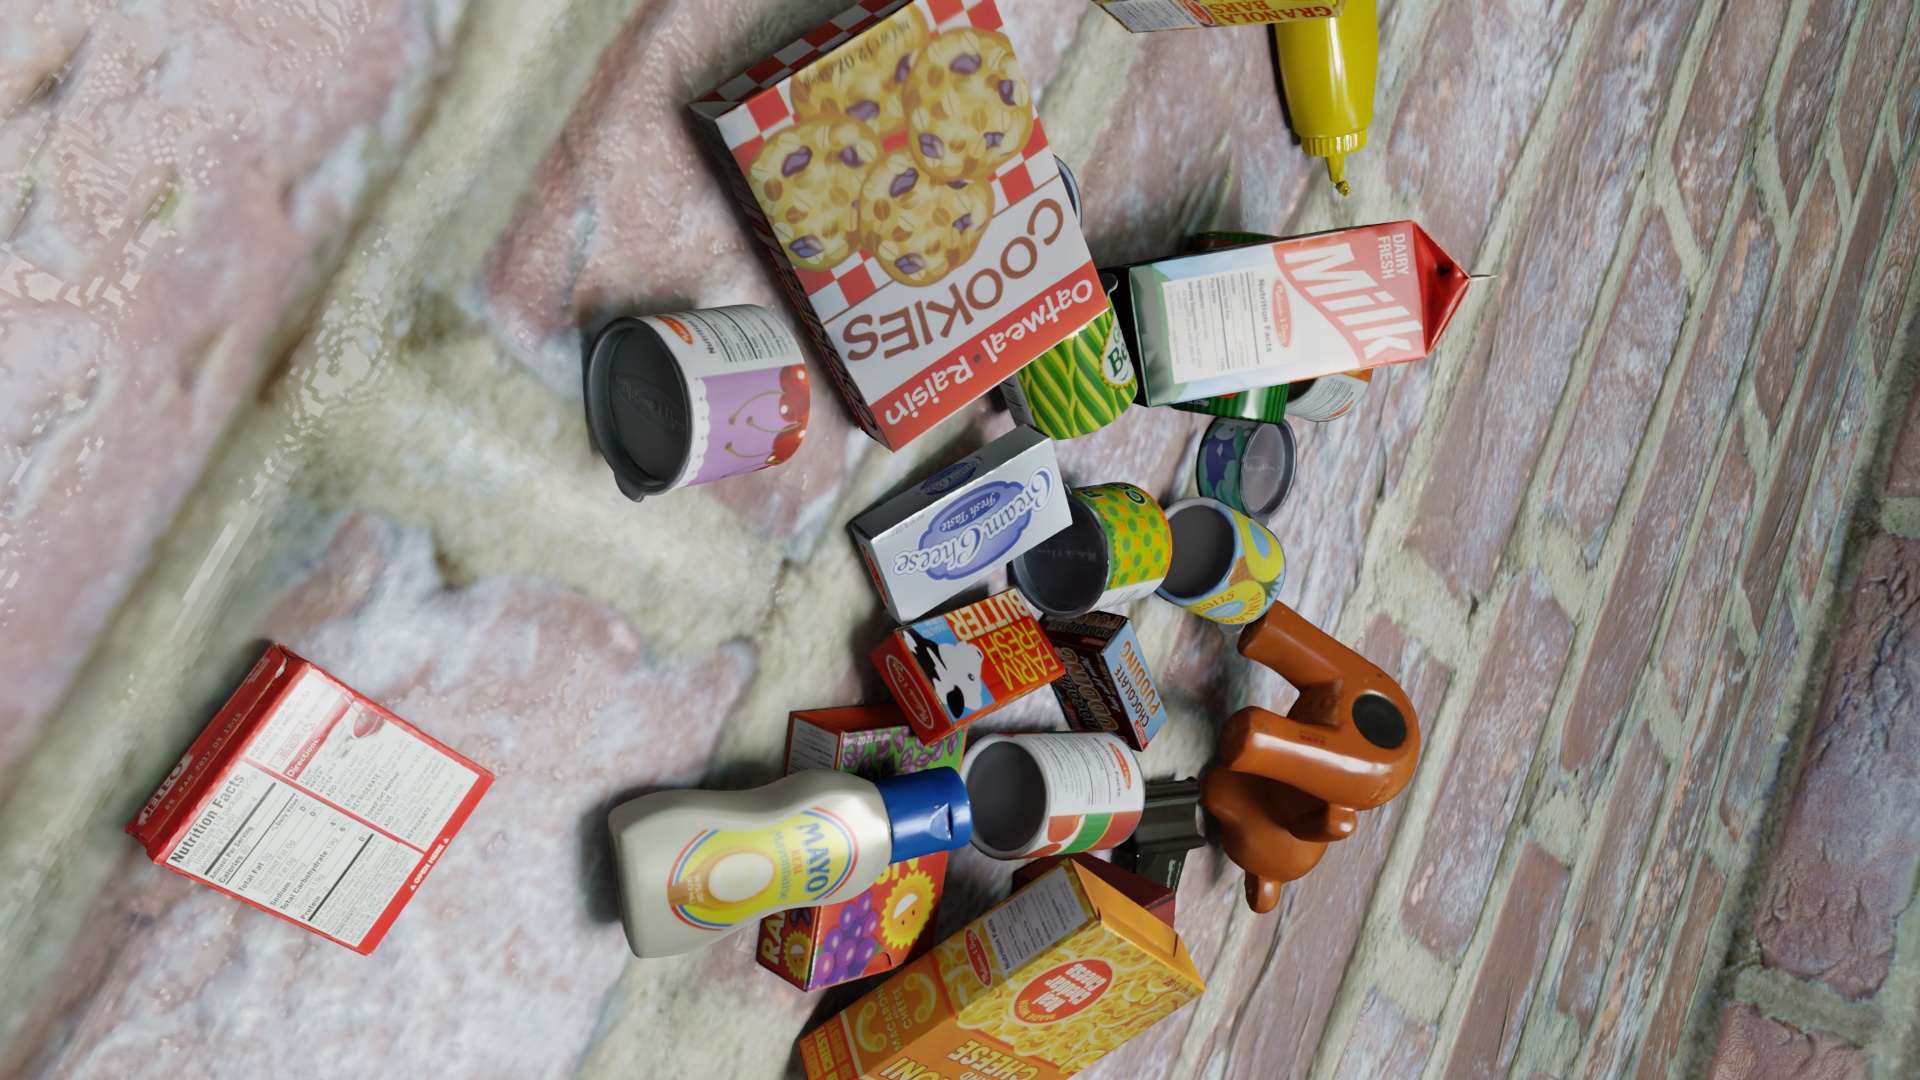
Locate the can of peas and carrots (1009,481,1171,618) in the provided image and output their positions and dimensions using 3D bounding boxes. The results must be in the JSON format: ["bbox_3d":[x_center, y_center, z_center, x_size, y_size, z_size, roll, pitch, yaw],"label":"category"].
[{"bbox_3d":[0.068,0.001,0.728,0.059,0.071,0.070,-10,107,-47],"label":"can of peas and carrots"}]

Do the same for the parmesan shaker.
[{"bbox_3d":[0.162,-0.121,0.796,0.071,0.071,0.103,1,99,-48],"label":"parmesan shaker"}]

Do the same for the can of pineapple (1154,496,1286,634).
[{"bbox_3d":[0.150,0.014,0.820,0.058,0.071,0.071,22,83,-47],"label":"can of pineapple"}]

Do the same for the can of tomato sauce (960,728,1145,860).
[{"bbox_3d":[0.046,0.135,0.740,0.083,0.071,0.071,8,94,-48],"label":"can of tomato sauce"}]

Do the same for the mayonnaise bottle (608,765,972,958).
[{"bbox_3d":[-0.069,0.127,0.585,0.148,0.041,0.064,-9,102,-21],"label":"mayonnaise bottle"}]

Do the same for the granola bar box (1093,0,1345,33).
[{"bbox_3d":[0.142,-0.339,0.678,0.039,0.124,0.165,14,89,-50],"label":"granola bar box"}]

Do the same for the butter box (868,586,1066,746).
[{"bbox_3d":[0.006,0.059,0.675,0.104,0.024,0.053,-16,71,-54],"label":"butter box"}]

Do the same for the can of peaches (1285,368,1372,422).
[{"bbox_3d":[0.210,-0.111,0.859,0.058,0.071,0.071,5,96,-48],"label":"can of peaches"}]

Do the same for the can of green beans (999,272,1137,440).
[{"bbox_3d":[0.048,-0.091,0.681,0.071,0.071,0.057,-47,131,-29],"label":"can of green beans"}]

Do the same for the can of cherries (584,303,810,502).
[{"bbox_3d":[-0.100,-0.053,0.529,0.058,0.071,0.071,-18,113,-45],"label":"can of cherries"}]

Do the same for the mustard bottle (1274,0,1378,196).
[{"bbox_3d":[0.221,-0.285,0.837,0.065,0.049,0.159,-34,124,-37],"label":"mustard bottle"}]

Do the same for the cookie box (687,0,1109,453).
[{"bbox_3d":[-0.019,-0.137,0.586,0.123,0.040,0.166,-35,127,-10],"label":"cookie box"}]

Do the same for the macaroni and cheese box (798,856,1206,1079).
[{"bbox_3d":[0.023,0.236,0.690,0.166,0.040,0.123,-36,135,10],"label":"macaroni and cheese box"}]

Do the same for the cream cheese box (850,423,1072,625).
[{"bbox_3d":[0.002,-0.008,0.664,0.104,0.024,0.053,-31,125,-19],"label":"cream cheese box"}]

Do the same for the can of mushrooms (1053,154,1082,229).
[{"bbox_3d":[0.025,-0.155,0.664,0.071,0.033,0.070,-16,112,-44],"label":"can of mushrooms"}]

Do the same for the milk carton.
[{"bbox_3d":[0.176,-0.123,0.729,0.191,0.072,0.073,-11,101,-5],"label":"milk carton"}]

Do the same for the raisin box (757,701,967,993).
[{"bbox_3d":[-0.045,0.142,0.659,0.086,0.040,0.123,2,99,-49],"label":"raisin box"}]

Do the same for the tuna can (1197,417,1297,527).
[{"bbox_3d":[0.178,-0.044,0.862,0.071,0.033,0.071,-15,111,-45],"label":"tuna can"}]

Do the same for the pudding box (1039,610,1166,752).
[{"bbox_3d":[0.077,0.075,0.769,0.030,0.049,0.083,-49,132,-30],"label":"pudding box"}]
